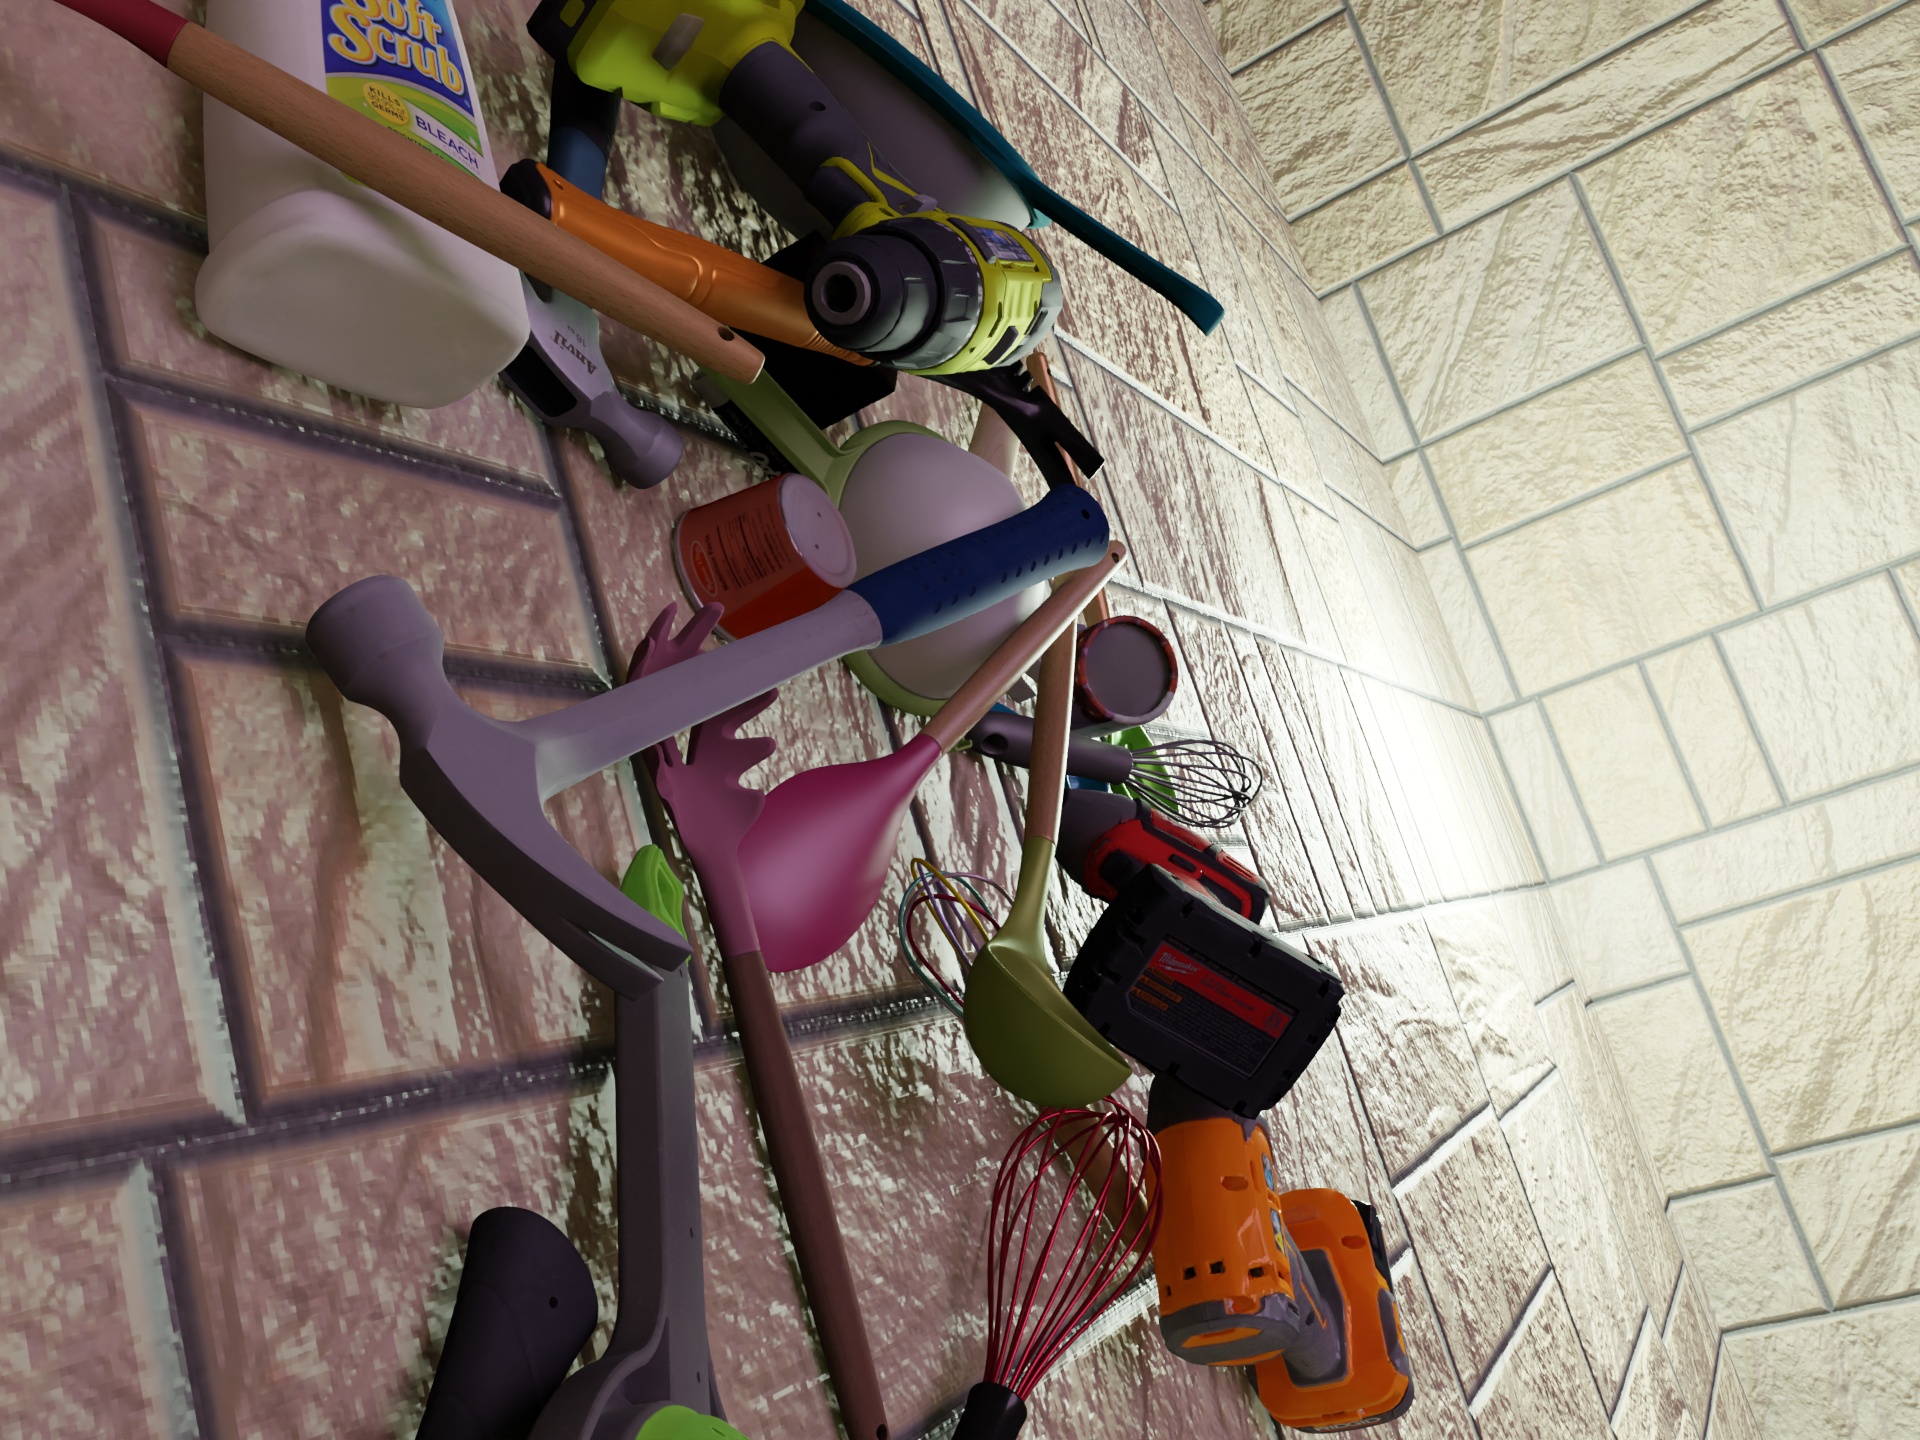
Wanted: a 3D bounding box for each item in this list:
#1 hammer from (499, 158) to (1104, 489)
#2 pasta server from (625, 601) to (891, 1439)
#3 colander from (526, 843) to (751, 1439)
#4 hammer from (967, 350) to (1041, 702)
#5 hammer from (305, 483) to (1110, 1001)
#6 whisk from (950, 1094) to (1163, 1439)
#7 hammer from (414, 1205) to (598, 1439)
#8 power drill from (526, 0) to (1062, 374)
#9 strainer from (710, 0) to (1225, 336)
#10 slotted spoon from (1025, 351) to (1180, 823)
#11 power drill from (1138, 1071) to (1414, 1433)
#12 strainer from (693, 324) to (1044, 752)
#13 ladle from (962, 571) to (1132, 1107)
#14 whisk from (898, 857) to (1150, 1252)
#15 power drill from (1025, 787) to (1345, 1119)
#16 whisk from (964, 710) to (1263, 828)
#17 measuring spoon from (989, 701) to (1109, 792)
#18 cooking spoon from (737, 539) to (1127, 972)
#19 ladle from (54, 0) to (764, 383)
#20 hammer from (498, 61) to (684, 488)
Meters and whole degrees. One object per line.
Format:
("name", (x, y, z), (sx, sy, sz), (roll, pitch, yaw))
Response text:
("hammer", (-0.061, -0.170, 0.697), (0.336, 0.034, 0.127), (4, 45, -54))
("pasta server", (-0.068, 0.110, 0.577), (0.060, 0.040, 0.316), (-4, 73, -49))
("colander", (-0.044, 0.189, 0.431), (0.204, 0.094, 0.398), (72, 5, -49))
("hammer", (0.030, -0.184, 1.029), (0.146, 0.038, 0.411), (53, 27, -30))
("hammer", (-0.042, -0.031, 0.612), (0.144, 0.035, 0.405), (53, 36, 5))
("whisk", (0.020, 0.249, 0.616), (0.073, 0.073, 0.296), (59, 32, -16))
("hammer", (-0.137, 0.281, 0.297), (0.149, 0.036, 0.409), (49, 30, -32))
("power drill", (-0.067, -0.234, 0.661), (0.228, 0.080, 0.190), (47, 24, 4))
("strainer", (-0.017, -0.257, 0.809), (0.341, 0.095, 0.210), (42, 8, 27))
("slotted spoon", (0.084, -0.078, 1.003), (0.070, 0.031, 0.314), (-16, 93, -60))
("power drill", (0.158, 0.264, 0.821), (0.226, 0.084, 0.164), (49, 29, -44))
("strainer", (-0.029, -0.108, 0.755), (0.256, 0.069, 0.152), (44, 52, -40))
("ladle", (0.047, 0.033, 0.723), (0.078, 0.062, 0.320), (41, 37, -28))
("whisk", (0.037, 0.161, 0.738), (0.244, 0.047, 0.051), (60, 41, -22))
("power drill", (0.102, 0.098, 0.805), (0.143, 0.078, 0.220), (31, 11, -8))
("whisk", (0.091, 0.024, 0.907), (0.238, 0.055, 0.055), (14, 55, -41))
("measuring spoon", (0.038, 0.016, 0.903), (0.128, 0.021, 0.042), (32, 56, -38))
("cooking spoon", (-0.001, -0.002, 0.713), (0.068, 0.017, 0.319), (56, 47, -14))
("ladle", (-0.196, -0.180, 0.454), (0.315, 0.031, 0.069), (27, 49, -19))
("hammer", (-0.167, -0.258, 0.703), (0.128, 0.033, 0.331), (42, 34, -45))
